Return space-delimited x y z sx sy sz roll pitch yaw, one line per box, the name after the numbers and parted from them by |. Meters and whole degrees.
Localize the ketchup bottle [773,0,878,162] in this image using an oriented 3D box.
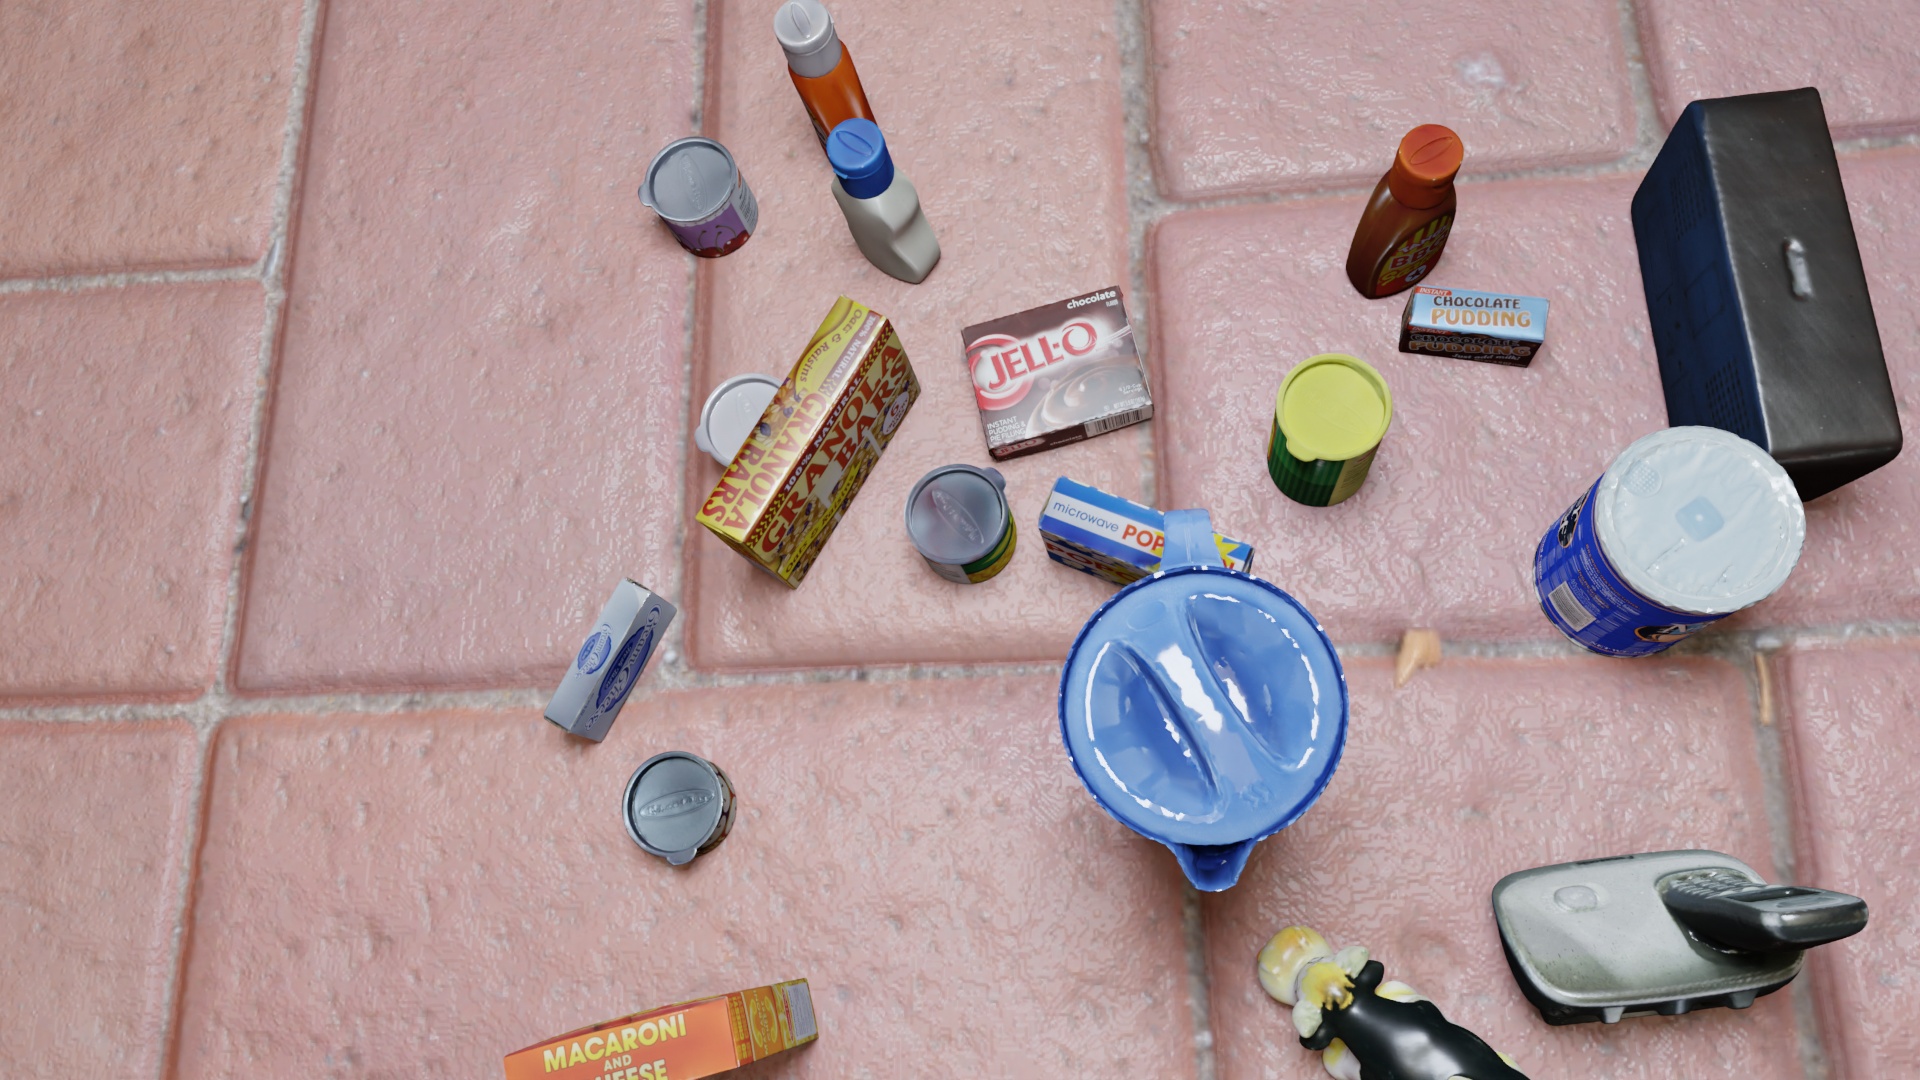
-0.090 -0.310 0.947 0.043 0.148 0.065 -25 73 1 | ketchup bottle

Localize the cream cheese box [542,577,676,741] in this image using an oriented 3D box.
-0.228 0.078 0.908 0.024 0.053 0.104 26 80 14 | cream cheese box

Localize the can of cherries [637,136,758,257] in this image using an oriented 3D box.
-0.186 -0.243 0.989 0.071 0.058 0.071 -2 75 8 | can of cherries

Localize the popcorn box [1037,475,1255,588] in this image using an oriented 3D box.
0.114 0.007 0.861 0.127 0.085 0.038 21 79 13 | popcorn box

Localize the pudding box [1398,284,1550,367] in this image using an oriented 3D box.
0.328 -0.138 0.889 0.084 0.049 0.030 9 77 11 | pudding box

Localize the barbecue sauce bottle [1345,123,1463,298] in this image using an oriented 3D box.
0.279 -0.204 0.863 0.065 0.148 0.044 -30 73 0 | barbecue sauce bottle

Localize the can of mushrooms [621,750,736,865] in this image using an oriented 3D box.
-0.178 0.171 0.885 0.071 0.033 0.071 -2 74 8 | can of mushrooms

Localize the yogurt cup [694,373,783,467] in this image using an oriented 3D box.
-0.135 -0.073 0.936 0.072 0.054 0.072 -2 74 8 | yogurt cup

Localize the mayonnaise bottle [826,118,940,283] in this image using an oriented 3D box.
-0.053 -0.224 0.918 0.065 0.148 0.041 34 82 15 | mayonnaise bottle

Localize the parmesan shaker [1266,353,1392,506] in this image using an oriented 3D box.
0.223 -0.063 0.856 0.071 0.103 0.071 -2 75 8 | parmesan shaker

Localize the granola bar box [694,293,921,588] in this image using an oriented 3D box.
-0.091 -0.059 0.889 0.039 0.124 0.166 29 81 15 | granola bar box

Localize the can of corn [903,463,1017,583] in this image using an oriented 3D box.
0.003 -0.011 0.897 0.071 0.058 0.071 -2 75 8 | can of corn

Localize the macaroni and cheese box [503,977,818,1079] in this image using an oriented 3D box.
-0.162 0.284 0.782 0.124 0.166 0.040 -16 73 4 | macaroni and cheese box
